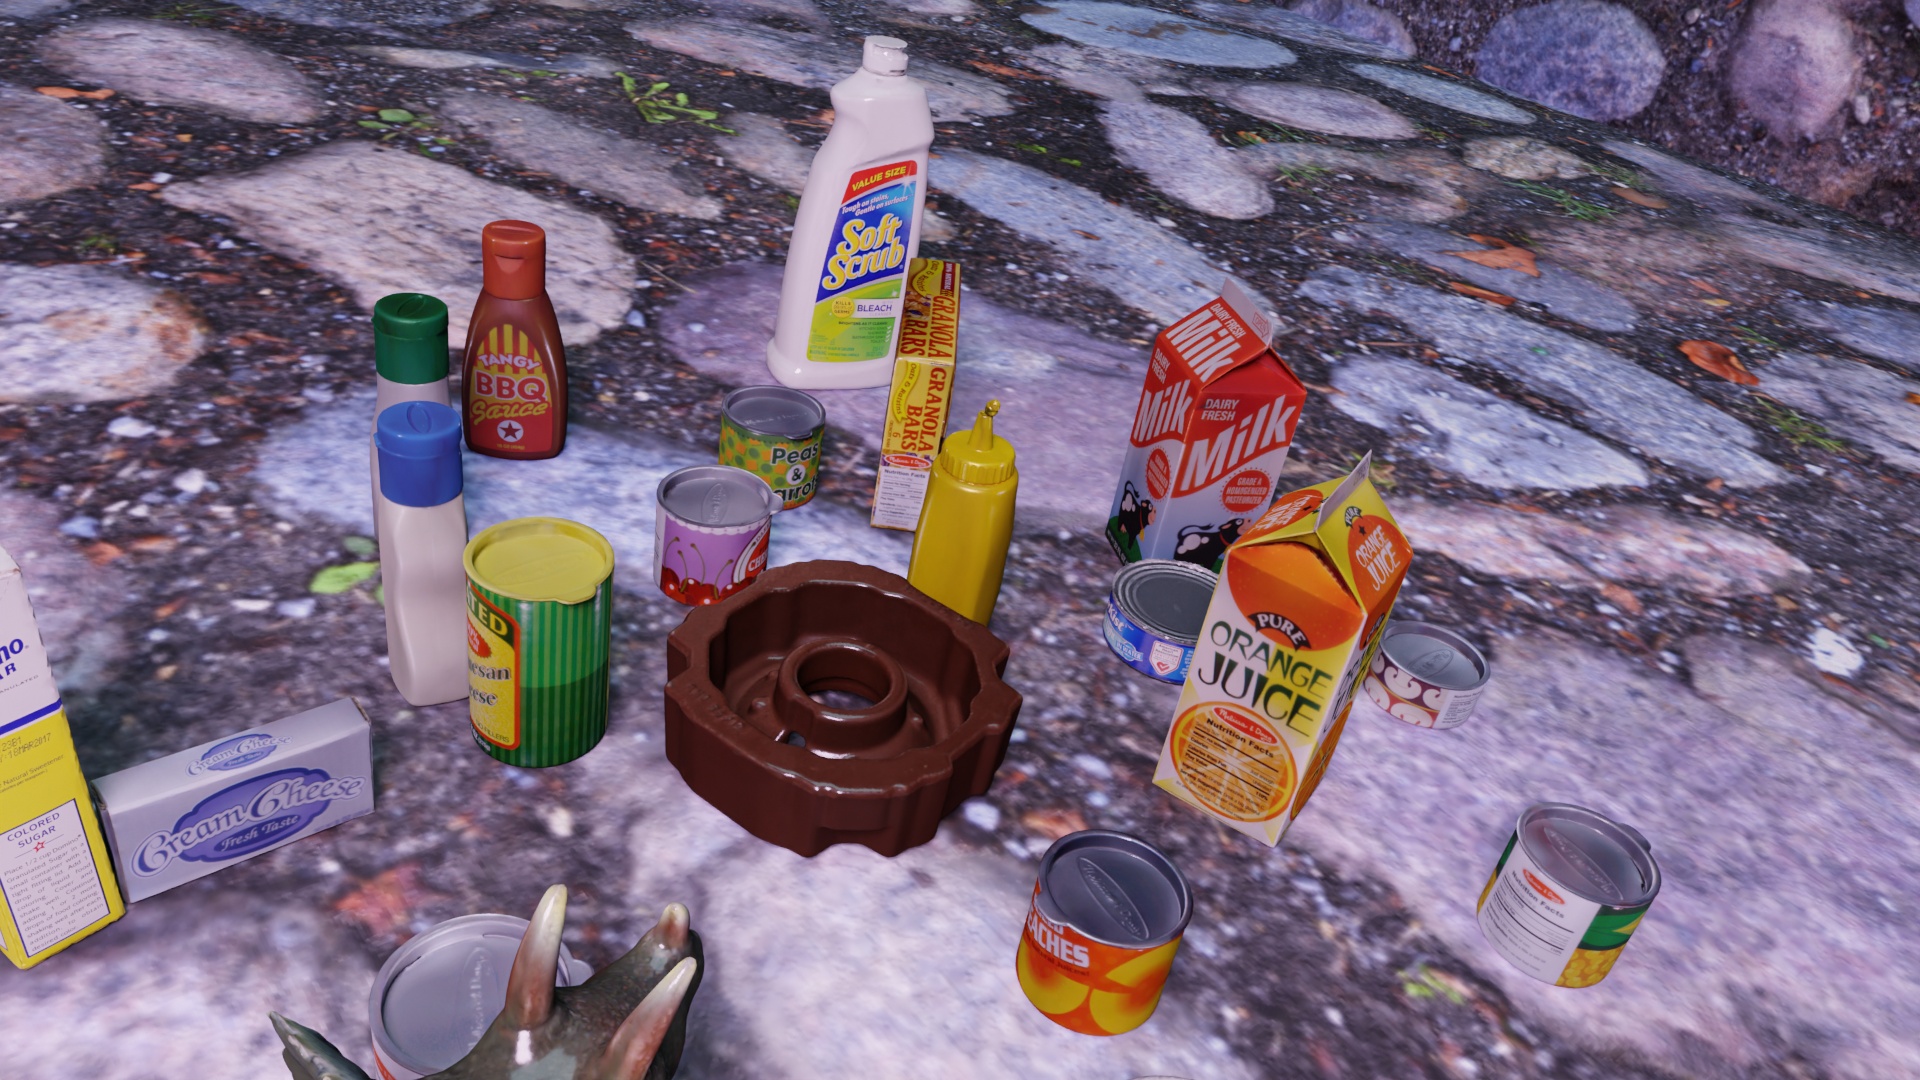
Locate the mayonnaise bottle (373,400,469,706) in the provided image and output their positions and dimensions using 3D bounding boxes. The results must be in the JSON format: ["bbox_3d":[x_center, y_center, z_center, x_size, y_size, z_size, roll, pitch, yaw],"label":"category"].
[{"bbox_3d":[-0.257,0.006,0.668,0.041,0.147,0.065,-7,36,-27],"label":"mayonnaise bottle"}]

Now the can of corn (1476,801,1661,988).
[{"bbox_3d":[0.291,0.169,0.665,0.071,0.058,0.071,8,32,-5],"label":"can of corn"}]

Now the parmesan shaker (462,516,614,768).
[{"bbox_3d":[-0.198,0.051,0.658,0.071,0.102,0.072,8,32,-5],"label":"parmesan shaker"}]

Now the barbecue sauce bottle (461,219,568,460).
[{"bbox_3d":[-0.277,-0.123,0.863,0.065,0.147,0.044,5,32,-9],"label":"barbecue sauce bottle"}]

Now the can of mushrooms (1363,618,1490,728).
[{"bbox_3d":[0.274,0.078,0.825,0.071,0.033,0.071,8,32,-5],"label":"can of mushrooms"}]

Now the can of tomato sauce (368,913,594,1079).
[{"bbox_3d":[-0.165,0.183,0.481,0.071,0.082,0.071,8,32,-5],"label":"can of tomato sauce"}]

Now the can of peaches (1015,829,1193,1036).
[{"bbox_3d":[0.058,0.168,0.595,0.071,0.057,0.071,8,32,-5],"label":"can of peaches"}]

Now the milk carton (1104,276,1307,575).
[{"bbox_3d":[0.153,-0.062,0.860,0.073,0.189,0.072,0,34,-17],"label":"milk carton"}]

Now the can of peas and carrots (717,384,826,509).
[{"bbox_3d":[-0.121,-0.059,0.894,0.071,0.058,0.071,8,32,-5],"label":"can of peas and carrots"}]

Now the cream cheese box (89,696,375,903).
[{"bbox_3d":[-0.301,0.108,0.584,0.104,0.053,0.024,-19,43,-39],"label":"cream cheese box"}]

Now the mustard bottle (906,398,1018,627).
[{"bbox_3d":[0.003,-0.010,0.760,0.049,0.159,0.065,19,33,13],"label":"mustard bottle"}]

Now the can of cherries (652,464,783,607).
[{"bbox_3d":[-0.140,-0.002,0.799,0.071,0.058,0.072,8,32,-5],"label":"can of cherries"}]

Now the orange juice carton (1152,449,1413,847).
[{"bbox_3d":[0.162,0.050,0.686,0.073,0.191,0.072,27,35,23],"label":"orange juice carton"}]

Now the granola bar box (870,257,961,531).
[{"bbox_3d":[-0.028,-0.100,0.926,0.039,0.123,0.166,9,32,-4],"label":"granola bar box"}]

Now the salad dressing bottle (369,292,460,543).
[{"bbox_3d":[-0.298,-0.061,0.760,0.044,0.146,0.064,10,32,-2],"label":"salad dressing bottle"}]
